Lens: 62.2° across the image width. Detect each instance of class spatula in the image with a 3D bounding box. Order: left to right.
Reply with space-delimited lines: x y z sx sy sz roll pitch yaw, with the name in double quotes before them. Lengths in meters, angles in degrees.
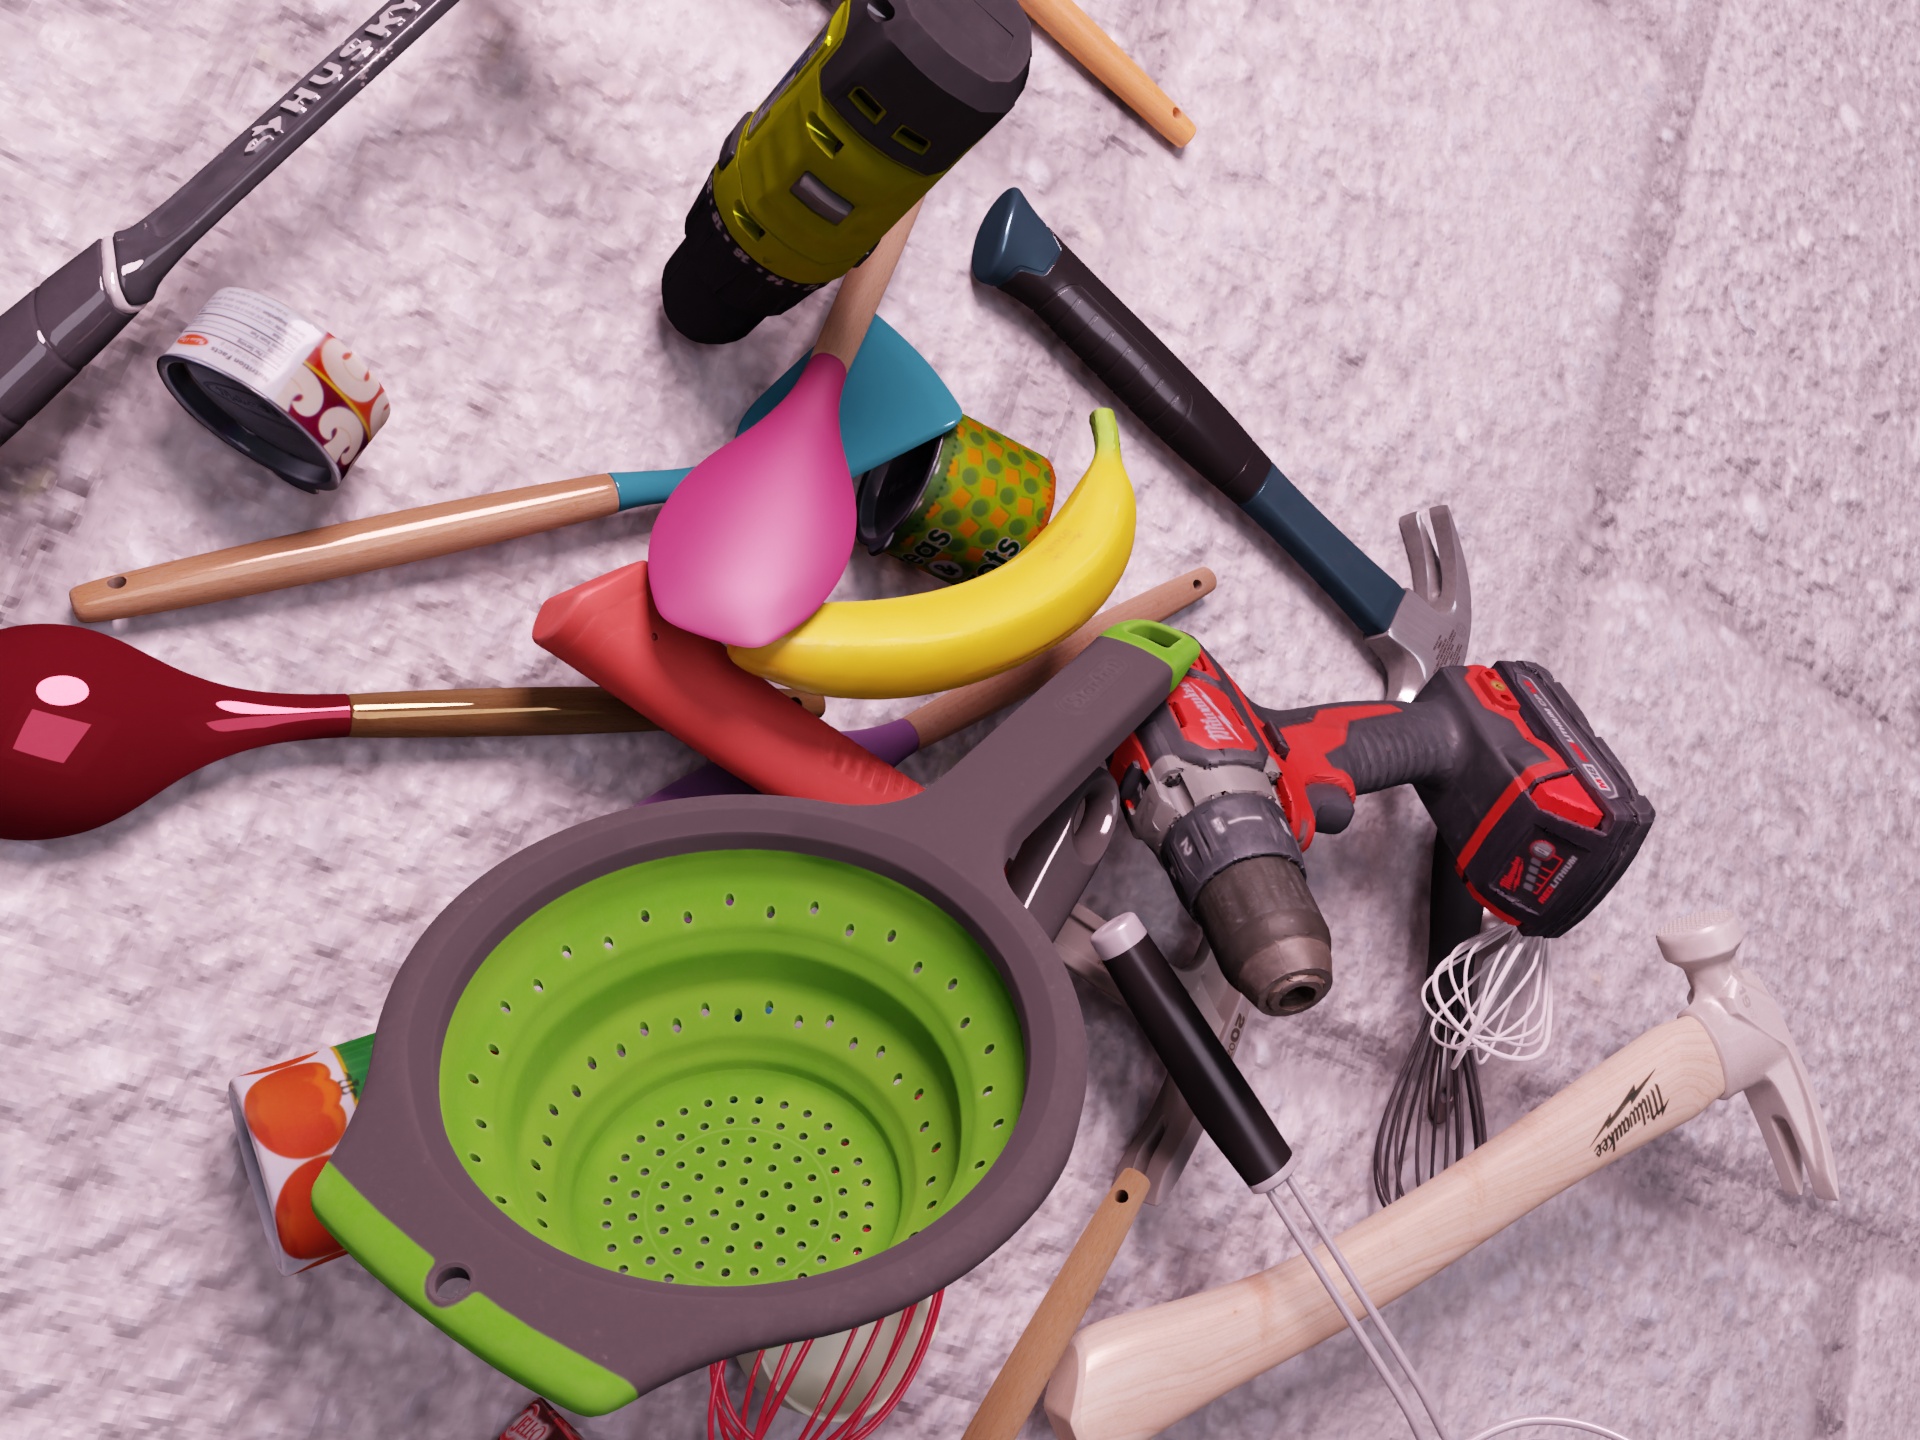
"spatula" -0.153 -0.088 0.582 0.317 0.044 0.082 -18 53 -27
"spatula" -0.006 -0.367 0.701 0.322 0.041 0.081 34 67 -24
"spatula" -0.001 -0.002 0.672 0.316 0.018 0.059 -29 98 -31

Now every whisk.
"whisk" -0.008 0.136 0.581 0.073 0.073 0.296 40 61 -20
"whisk" 0.242 0.139 0.788 0.055 0.055 0.239 21 70 -27
"whisk" 0.281 0.097 0.776 0.246 0.058 0.059 -33 145 -51

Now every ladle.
"ladle" -0.190 -0.001 0.563 0.315 0.031 0.069 -2 84 -32
"ladle" -0.009 0.305 0.587 0.320 0.078 0.062 -52 147 -31

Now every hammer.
"hammer" -0.255 -0.158 0.505 0.409 0.149 0.036 -51 148 -16
"hammer" -0.014 0.059 0.630 0.358 0.037 0.149 35 71 -29
"hammer" 0.130 -0.121 0.757 0.330 0.033 0.128 40 68 -20
"hammer" 0.224 0.228 0.710 0.410 0.038 0.146 -21 87 -21

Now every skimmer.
"skimmer" 0.172 0.228 0.622 0.127 0.090 0.363 -33 91 -28

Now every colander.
"colander" -0.023 0.083 0.545 0.397 0.205 0.094 -40 147 -44

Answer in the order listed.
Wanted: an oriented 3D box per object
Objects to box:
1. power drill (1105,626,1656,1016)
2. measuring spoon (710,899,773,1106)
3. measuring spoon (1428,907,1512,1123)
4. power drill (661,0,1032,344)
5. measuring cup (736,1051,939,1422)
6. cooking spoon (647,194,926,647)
"power drill" 0.175 0.043 0.673 0.226 0.080 0.188 4 41 -21
"measuring spoon" -0.089 0.089 0.620 0.042 0.021 0.129 5 73 -30
"measuring spoon" 0.261 0.146 0.812 0.034 0.018 0.124 26 73 -26
"power drill" -0.033 -0.258 0.608 0.080 0.190 0.229 32 56 -23
"measuring cup" -0.046 0.183 0.624 0.083 0.038 0.168 22 63 -27
"cooking spoon" -0.044 -0.156 0.621 0.069 0.017 0.319 17 56 1
